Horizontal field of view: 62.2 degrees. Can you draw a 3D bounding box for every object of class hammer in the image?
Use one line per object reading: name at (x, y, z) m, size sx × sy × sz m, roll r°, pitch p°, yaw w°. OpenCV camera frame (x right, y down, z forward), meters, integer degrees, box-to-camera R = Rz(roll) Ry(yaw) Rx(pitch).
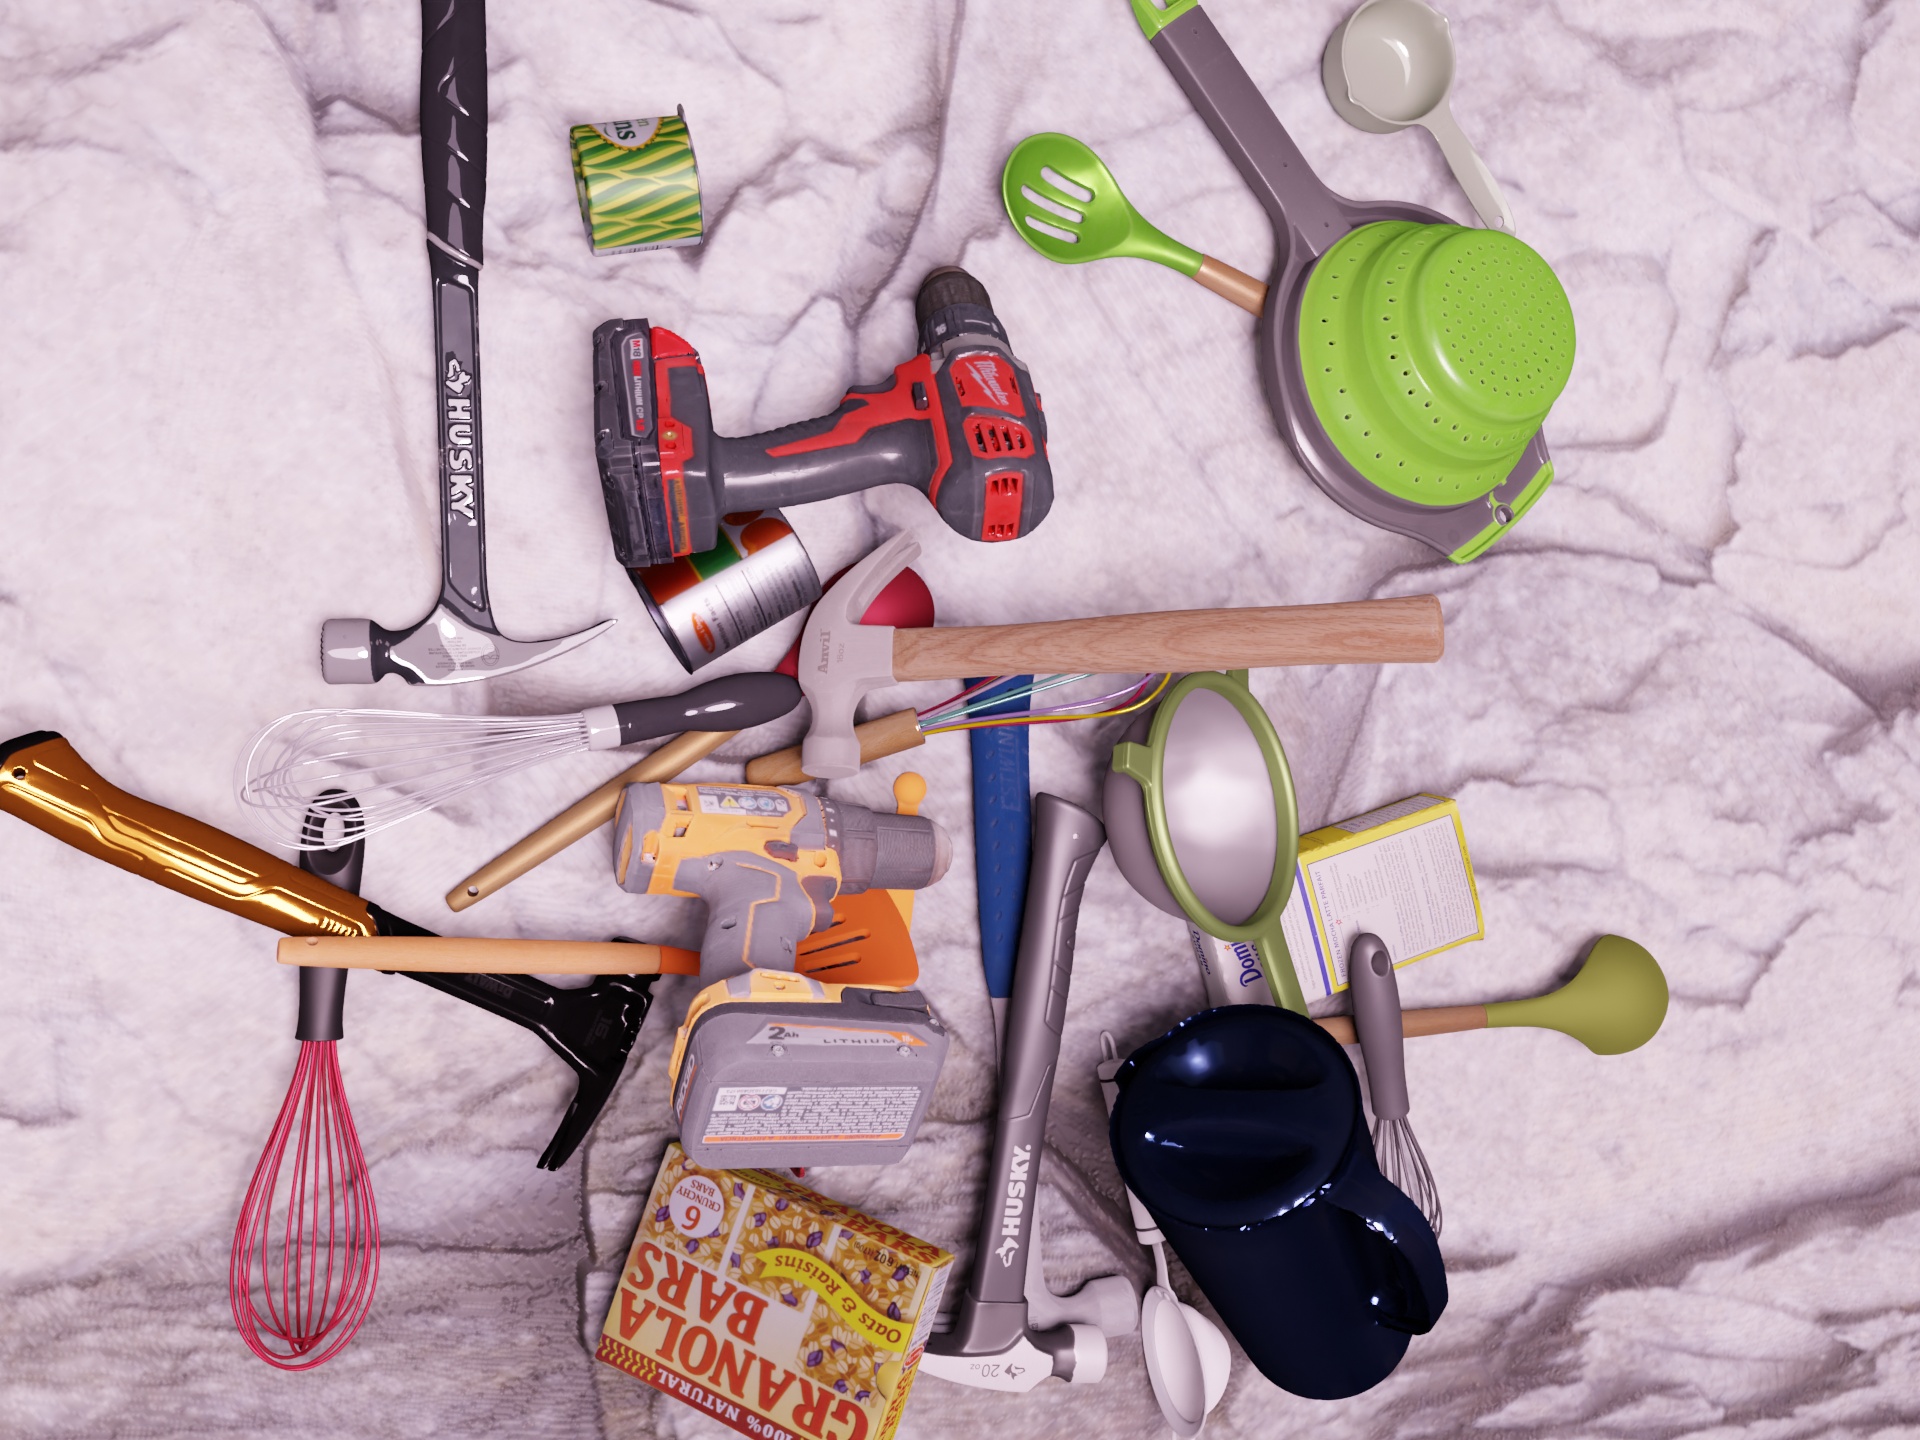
hammer at (-0.316, 0.106, 0.791) m, size 0.336 × 0.034 × 0.127 m, roll 31°, pitch 67°, yaw -22°
hammer at (0.025, 0.171, 0.925) m, size 0.144 × 0.035 × 0.405 m, roll -4°, pitch 94°, yaw -15°
hammer at (-0.256, -0.222, 0.824) m, size 0.149 × 0.036 × 0.409 m, roll -1°, pitch 93°, yaw -17°
hammer at (0.078, -0.042, 0.827) m, size 0.331 × 0.031 × 0.130 m, roll -3°, pitch 74°, yaw 10°
hammer at (0.032, 0.207, 0.893) m, size 0.146 × 0.035 × 0.335 m, roll 8°, pitch 91°, yaw -17°

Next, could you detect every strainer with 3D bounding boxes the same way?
strainer at (0.143, 0.099, 0.901) m, size 0.151 × 0.069 × 0.256 m, roll -35°, pitch 109°, yaw -49°
strainer at (0.119, 0.312, 0.946) m, size 0.050 × 0.087 × 0.258 m, roll -12°, pitch 86°, yaw -19°

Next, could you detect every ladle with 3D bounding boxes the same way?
ladle at (-0.145, 0.011, 0.875) m, size 0.315 × 0.031 × 0.069 m, roll -34°, pitch 100°, yaw -9°
ladle at (0.300, 0.186, 1.007) m, size 0.320 × 0.062 × 0.078 m, roll -4°, pitch 96°, yaw -8°

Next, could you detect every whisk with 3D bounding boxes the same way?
whisk at (-0.001, -0.001, 0.874) m, size 0.245 × 0.051 × 0.047 m, roll -18°, pitch 97°, yaw 4°
whisk at (-0.215, 0.011, 0.807) m, size 0.284 × 0.070 × 0.070 m, roll -11°, pitch 97°, yaw -23°
whisk at (-0.331, 0.183, 0.820) m, size 0.073 × 0.073 × 0.296 m, roll 3°, pitch 86°, yaw -16°
whisk at (0.259, 0.237, 0.970) m, size 0.055 × 0.055 × 0.238 m, roll -16°, pitch 109°, yaw -14°

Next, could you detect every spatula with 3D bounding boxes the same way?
spatula at (-0.179, 0.116, 0.824) m, size 0.322 × 0.081 × 0.041 m, roll 6°, pitch 126°, yaw -28°

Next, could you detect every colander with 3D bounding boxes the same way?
colander at (0.235, -0.280, 0.910) m, size 0.204 × 0.094 × 0.397 m, roll -41°, pitch 99°, yaw -22°

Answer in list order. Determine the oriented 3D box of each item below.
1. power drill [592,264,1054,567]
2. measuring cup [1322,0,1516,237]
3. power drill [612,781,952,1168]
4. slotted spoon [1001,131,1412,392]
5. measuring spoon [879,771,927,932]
power drill at (-0.072, -0.167, 0.830) m, size 0.226 × 0.080 × 0.188 m, roll -6°, pitch 51°, yaw -7°
measuring cup at (0.281, -0.357, 0.964) m, size 0.083 × 0.038 × 0.167 m, roll -42°, pitch 105°, yaw -9°
power drill at (-0.072, 0.113, 0.801) m, size 0.185 × 0.226 × 0.084 m, roll 5°, pitch 122°, yaw -23°
slotted spoon at (0.160, -0.256, 0.942) m, size 0.313 × 0.031 × 0.070 m, roll 21°, pitch 85°, yaw -18°
measuring spoon at (-0.034, 0.088, 0.916) m, size 0.021 × 0.011 × 0.117 m, roll 7°, pitch 92°, yaw -16°
